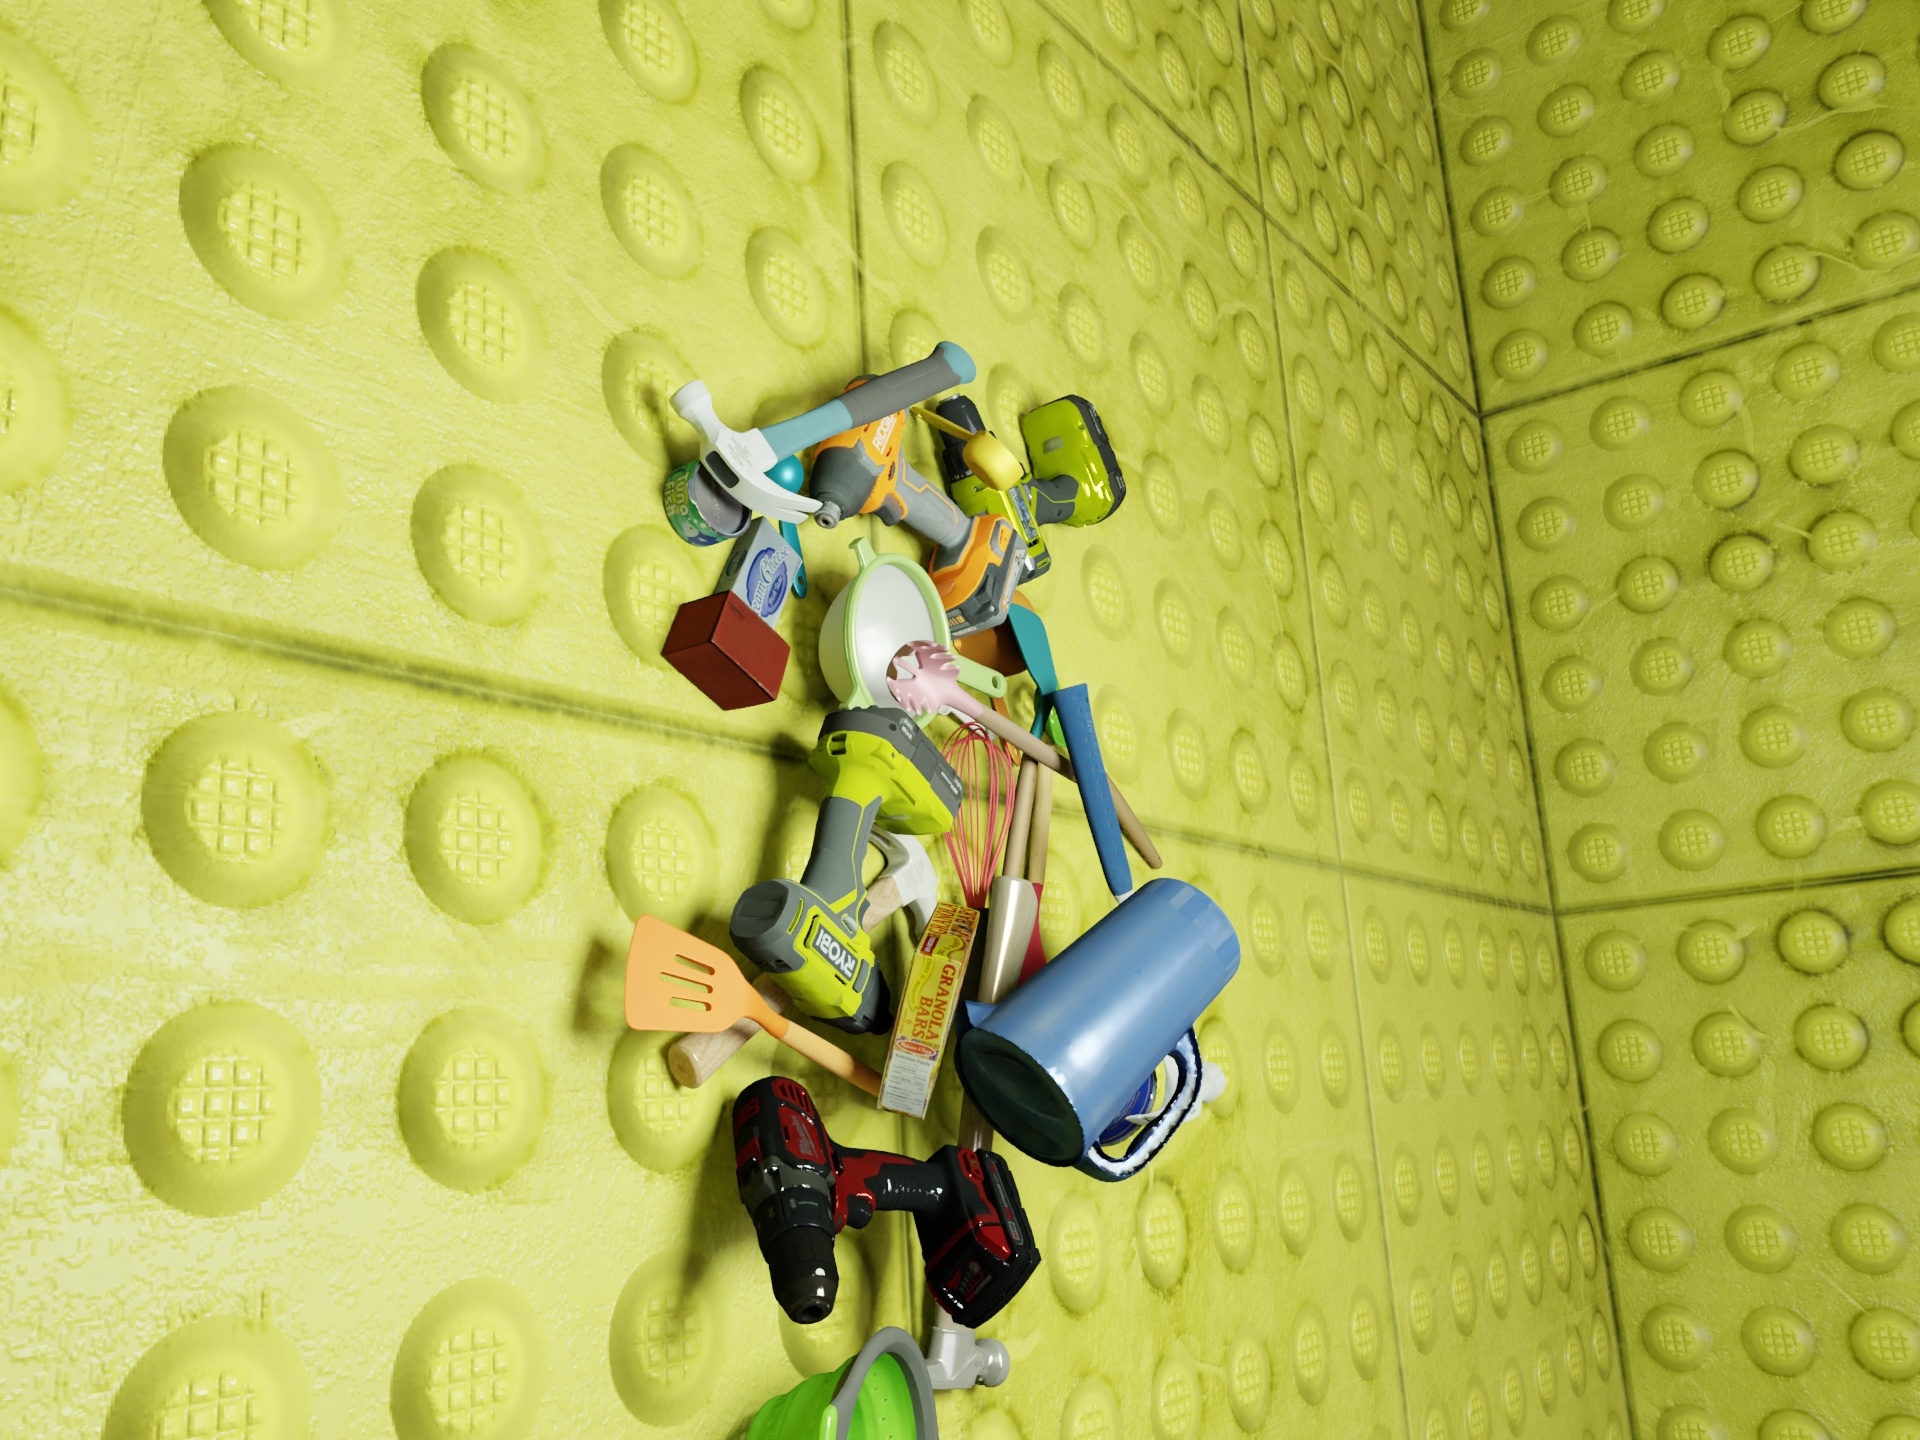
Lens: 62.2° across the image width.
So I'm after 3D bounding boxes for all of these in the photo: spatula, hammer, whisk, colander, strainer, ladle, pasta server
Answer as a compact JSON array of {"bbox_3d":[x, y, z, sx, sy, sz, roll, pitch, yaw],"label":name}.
[{"bbox_3d":[0.052,0.052,1.465,0.082,0.044,0.317,16,82,-63],"label":"spatula"},{"bbox_3d":[-0.091,-0.257,1.311,0.331,0.033,0.128,-36,95,-47],"label":"hammer"},{"bbox_3d":[0.013,0.147,1.404,0.073,0.073,0.296,13,73,-53],"label":"whisk"},{"bbox_3d":[0.009,0.329,1.306,0.146,0.038,0.411,27,65,-48],"label":"hammer"},{"bbox_3d":[-0.064,0.546,1.144,0.396,0.094,0.205,49,39,-62],"label":"colander"},{"bbox_3d":[0.148,0.166,1.430,0.144,0.035,0.405,-16,90,-57],"label":"hammer"},{"bbox_3d":[-0.047,-0.053,1.373,0.256,0.069,0.151,20,69,-58],"label":"strainer"},{"bbox_3d":[-0.125,0.231,1.148,0.322,0.041,0.081,45,37,-49],"label":"spatula"},{"bbox_3d":[0.074,0.135,1.521,0.069,0.031,0.316,47,42,-49],"label":"ladle"},{"bbox_3d":[0.032,0.004,1.371,0.316,0.040,0.060,32,91,-49],"label":"pasta server"},{"bbox_3d":[-0.113,0.180,1.229,0.331,0.031,0.130,-36,109,-54],"label":"hammer"}]

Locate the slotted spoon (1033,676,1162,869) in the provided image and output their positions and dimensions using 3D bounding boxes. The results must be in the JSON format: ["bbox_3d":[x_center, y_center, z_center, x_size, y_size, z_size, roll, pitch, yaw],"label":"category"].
[{"bbox_3d":[0.143,0.061,1.626,0.313,0.031,0.070,54,32,-40],"label":"slotted spoon"}]

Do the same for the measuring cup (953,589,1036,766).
[{"bbox_3d":[0.050,-0.044,1.520,0.095,0.052,0.173,-17,91,-56],"label":"measuring cup"}]

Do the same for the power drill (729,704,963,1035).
[{"bbox_3d":[-0.078,0.116,1.208,0.171,0.080,0.223,51,45,-40],"label":"power drill"}]

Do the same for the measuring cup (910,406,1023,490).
[{"bbox_3d":[-0.004,-0.253,1.460,0.029,0.157,0.062,-49,139,-8],"label":"measuring cup"}]

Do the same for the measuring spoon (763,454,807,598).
[{"bbox_3d":[-0.136,-0.165,1.319,0.042,0.021,0.129,-2,80,-55],"label":"measuring spoon"}]

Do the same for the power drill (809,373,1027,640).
[{"bbox_3d":[-0.045,-0.175,1.408,0.226,0.084,0.164,47,44,-31],"label":"power drill"}]

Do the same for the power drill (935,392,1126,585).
[{"bbox_3d":[0.066,-0.251,1.596,0.228,0.080,0.190,-35,106,-52],"label":"power drill"}]

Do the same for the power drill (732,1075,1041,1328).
[{"bbox_3d":[-0.055,0.356,1.116,0.226,0.080,0.188,28,21,-30],"label":"power drill"}]

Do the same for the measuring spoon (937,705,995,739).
[{"bbox_3d":[-0.002,-0.005,1.472,0.124,0.018,0.034,35,47,-54],"label":"measuring spoon"}]
